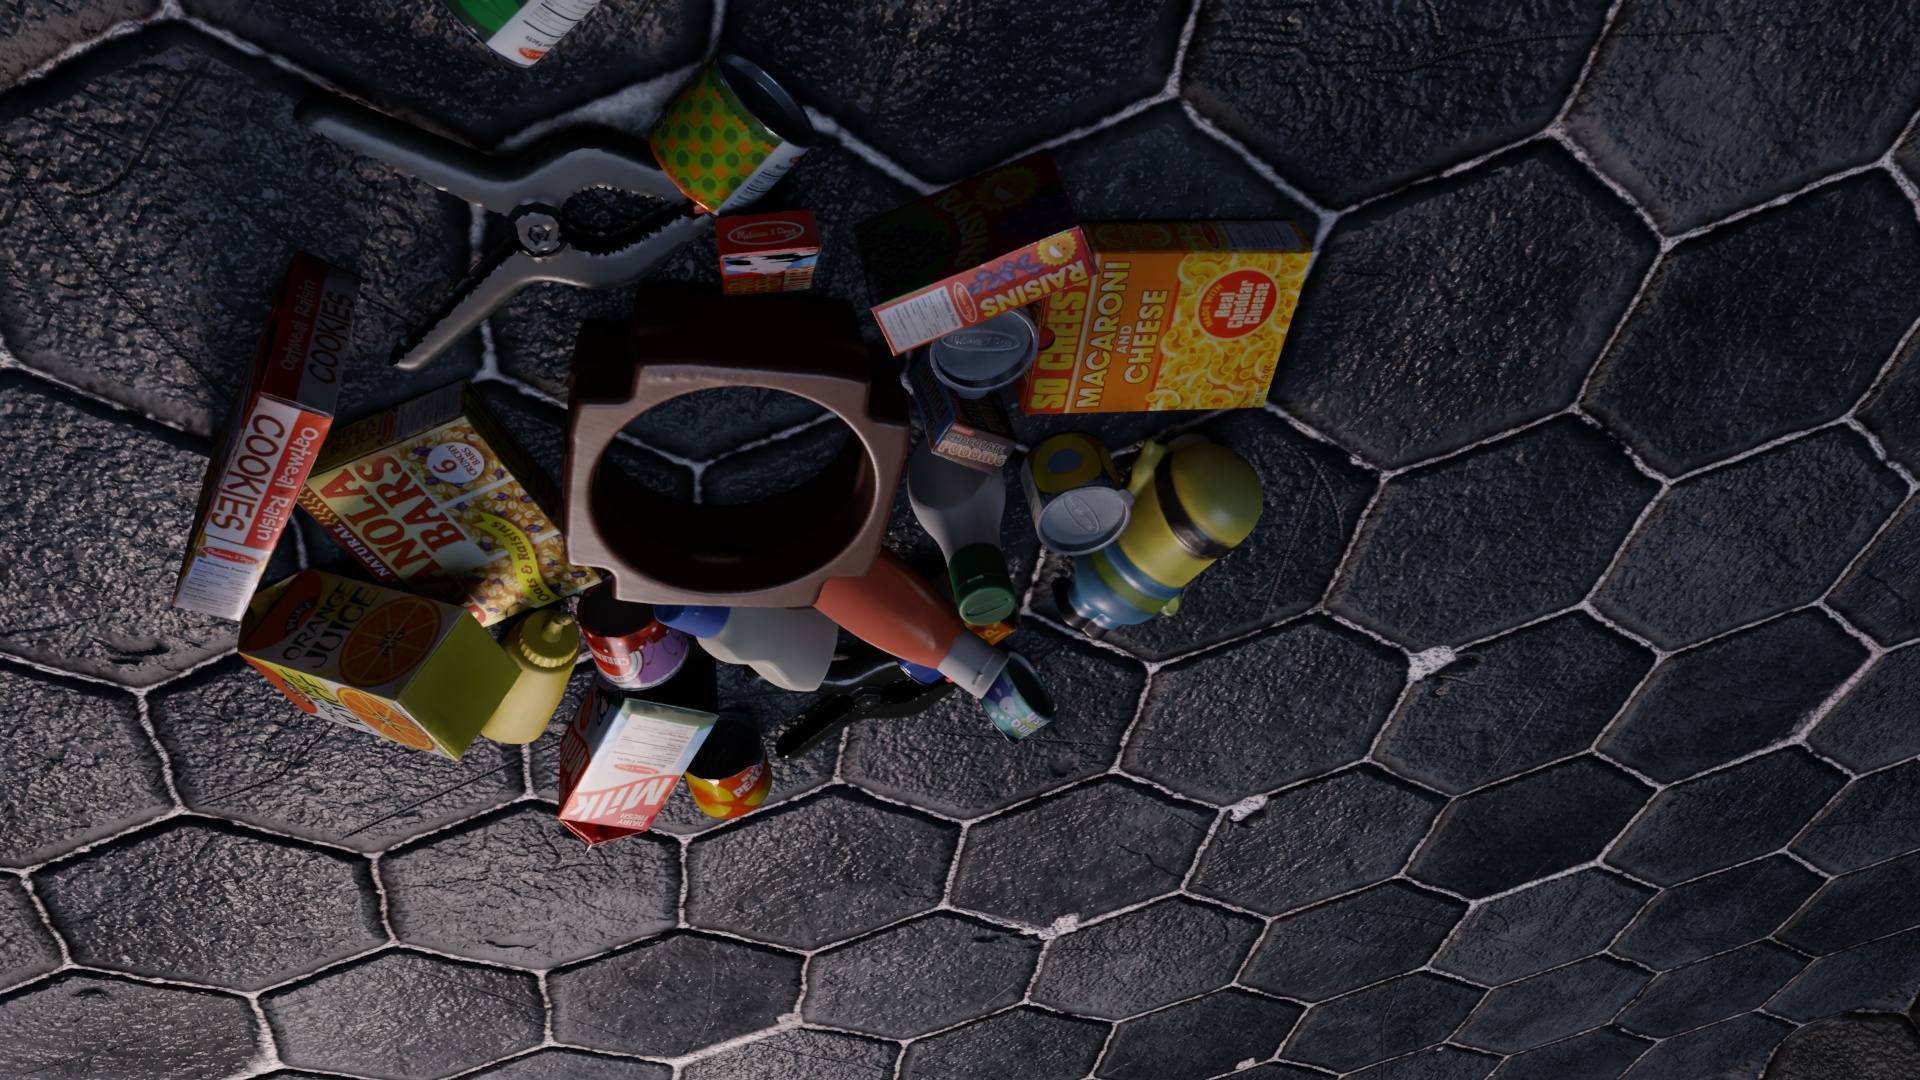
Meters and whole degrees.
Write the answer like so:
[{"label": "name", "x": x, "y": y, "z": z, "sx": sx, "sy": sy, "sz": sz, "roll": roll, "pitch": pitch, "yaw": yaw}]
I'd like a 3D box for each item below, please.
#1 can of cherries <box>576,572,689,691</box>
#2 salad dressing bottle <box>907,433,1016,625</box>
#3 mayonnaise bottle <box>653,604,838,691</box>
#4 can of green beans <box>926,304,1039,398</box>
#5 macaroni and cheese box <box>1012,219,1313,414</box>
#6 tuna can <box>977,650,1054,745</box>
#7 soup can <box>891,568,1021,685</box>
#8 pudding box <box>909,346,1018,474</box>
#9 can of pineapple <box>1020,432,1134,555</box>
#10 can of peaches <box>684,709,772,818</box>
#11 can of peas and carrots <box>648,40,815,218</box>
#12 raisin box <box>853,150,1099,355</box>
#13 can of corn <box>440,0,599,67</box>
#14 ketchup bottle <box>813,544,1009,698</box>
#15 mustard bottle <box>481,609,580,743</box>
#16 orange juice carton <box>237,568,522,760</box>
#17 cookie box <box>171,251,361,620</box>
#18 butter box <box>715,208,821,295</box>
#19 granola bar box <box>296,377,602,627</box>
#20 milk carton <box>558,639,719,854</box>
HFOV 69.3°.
[{"label": "can of cherries", "x": -0.230, "y": 0.063, "z": 0.968, "sx": 0.071, "sy": 0.072, "sz": 0.058, "roll": -10, "pitch": 136, "yaw": -5}, {"label": "salad dressing bottle", "x": 0.003, "y": -0.011, "z": 0.897, "sx": 0.064, "sy": 0.148, "sz": 0.043, "roll": -20, "pitch": 136, "yaw": 7}, {"label": "mayonnaise bottle", "x": -0.149, "y": 0.060, "z": 0.975, "sx": 0.041, "sy": 0.065, "sz": 0.148, "roll": 8, "pitch": 167, "yaw": 39}, {"label": "can of green beans", "x": 0.009, "y": -0.133, "z": 0.841, "sx": 0.071, "sy": 0.058, "sz": 0.071, "roll": -8, "pitch": 136, "yaw": -7}, {"label": "macaroni and cheese box", "x": 0.124, "y": -0.140, "z": 0.877, "sx": 0.167, "sy": 0.040, "sz": 0.123, "roll": -3, "pitch": 134, "yaw": -12}, {"label": "tuna can", "x": 0.043, "y": 0.124, "z": 1.101, "sx": 0.032, "sy": 0.071, "sz": 0.071, "roll": -35, "pitch": 132, "yaw": 19}, {"label": "soup can", "x": -0.009, "y": 0.057, "z": 1.022, "sx": 0.083, "sy": 0.072, "sz": 0.071, "roll": -34, "pitch": 133, "yaw": 19}, {"label": "pudding box", "x": 0.000, "y": -0.083, "z": 0.871, "sx": 0.050, "sy": 0.084, "sz": 0.030, "roll": 17, "pitch": 125, "yaw": -28}, {"label": "can of pineapple", "x": 0.080, "y": -0.033, "z": 0.961, "sx": 0.071, "sy": 0.058, "sz": 0.070, "roll": -8, "pitch": 136, "yaw": -7}, {"label": "can of peaches", "x": -0.183, "y": 0.178, "z": 1.098, "sx": 0.071, "sy": 0.071, "sz": 0.057, "roll": -9, "pitch": 137, "yaw": -5}, {"label": "can of peas and carrots", "x": -0.121, "y": -0.212, "z": 0.723, "sx": 0.058, "sy": 0.071, "sz": 0.071, "roll": -39, "pitch": 131, "yaw": 24}, {"label": "raisin box", "x": 0.007, "y": -0.164, "z": 0.789, "sx": 0.123, "sy": 0.086, "sz": 0.040, "roll": -21, "pitch": 134, "yaw": 7}, {"label": "can of corn", "x": -0.205, "y": -0.267, "z": 0.645, "sx": 0.058, "sy": 0.071, "sz": 0.071, "roll": -35, "pitch": 133, "yaw": 19}, {"label": "ketchup bottle", "x": -0.037, "y": 0.054, "z": 0.971, "sx": 0.149, "sy": 0.044, "sz": 0.064, "roll": 35, "pitch": 111, "yaw": 5}, {"label": "mustard bottle", "x": -0.296, "y": 0.086, "z": 0.962, "sx": 0.049, "sy": 0.065, "sz": 0.159, "roll": 13, "pitch": 142, "yaw": -25}, {"label": "orange juice carton", "x": -0.390, "y": 0.075, "z": 0.903, "sx": 0.193, "sy": 0.073, "sz": 0.071, "roll": 10, "pitch": 145, "yaw": 27}, {"label": "cookie box", "x": -0.384, "y": -0.057, "z": 0.768, "sx": 0.040, "sy": 0.123, "sz": 0.166, "roll": 19, "pitch": 127, "yaw": -31}, {"label": "butter box", "x": -0.107, "y": -0.157, "z": 0.765, "sx": 0.053, "sy": 0.024, "sz": 0.103, "roll": -7, "pitch": 180, "yaw": -9}, {"label": "granola bar box", "x": -0.324, "y": -0.013, "z": 0.889, "sx": 0.124, "sy": 0.039, "sz": 0.164, "roll": -20, "pitch": 136, "yaw": 7}, {"label": "milk carton", "x": -0.254, "y": 0.157, "z": 1.057, "sx": 0.073, "sy": 0.073, "sz": 0.189, "roll": 15, "pitch": 128, "yaw": -27}]
